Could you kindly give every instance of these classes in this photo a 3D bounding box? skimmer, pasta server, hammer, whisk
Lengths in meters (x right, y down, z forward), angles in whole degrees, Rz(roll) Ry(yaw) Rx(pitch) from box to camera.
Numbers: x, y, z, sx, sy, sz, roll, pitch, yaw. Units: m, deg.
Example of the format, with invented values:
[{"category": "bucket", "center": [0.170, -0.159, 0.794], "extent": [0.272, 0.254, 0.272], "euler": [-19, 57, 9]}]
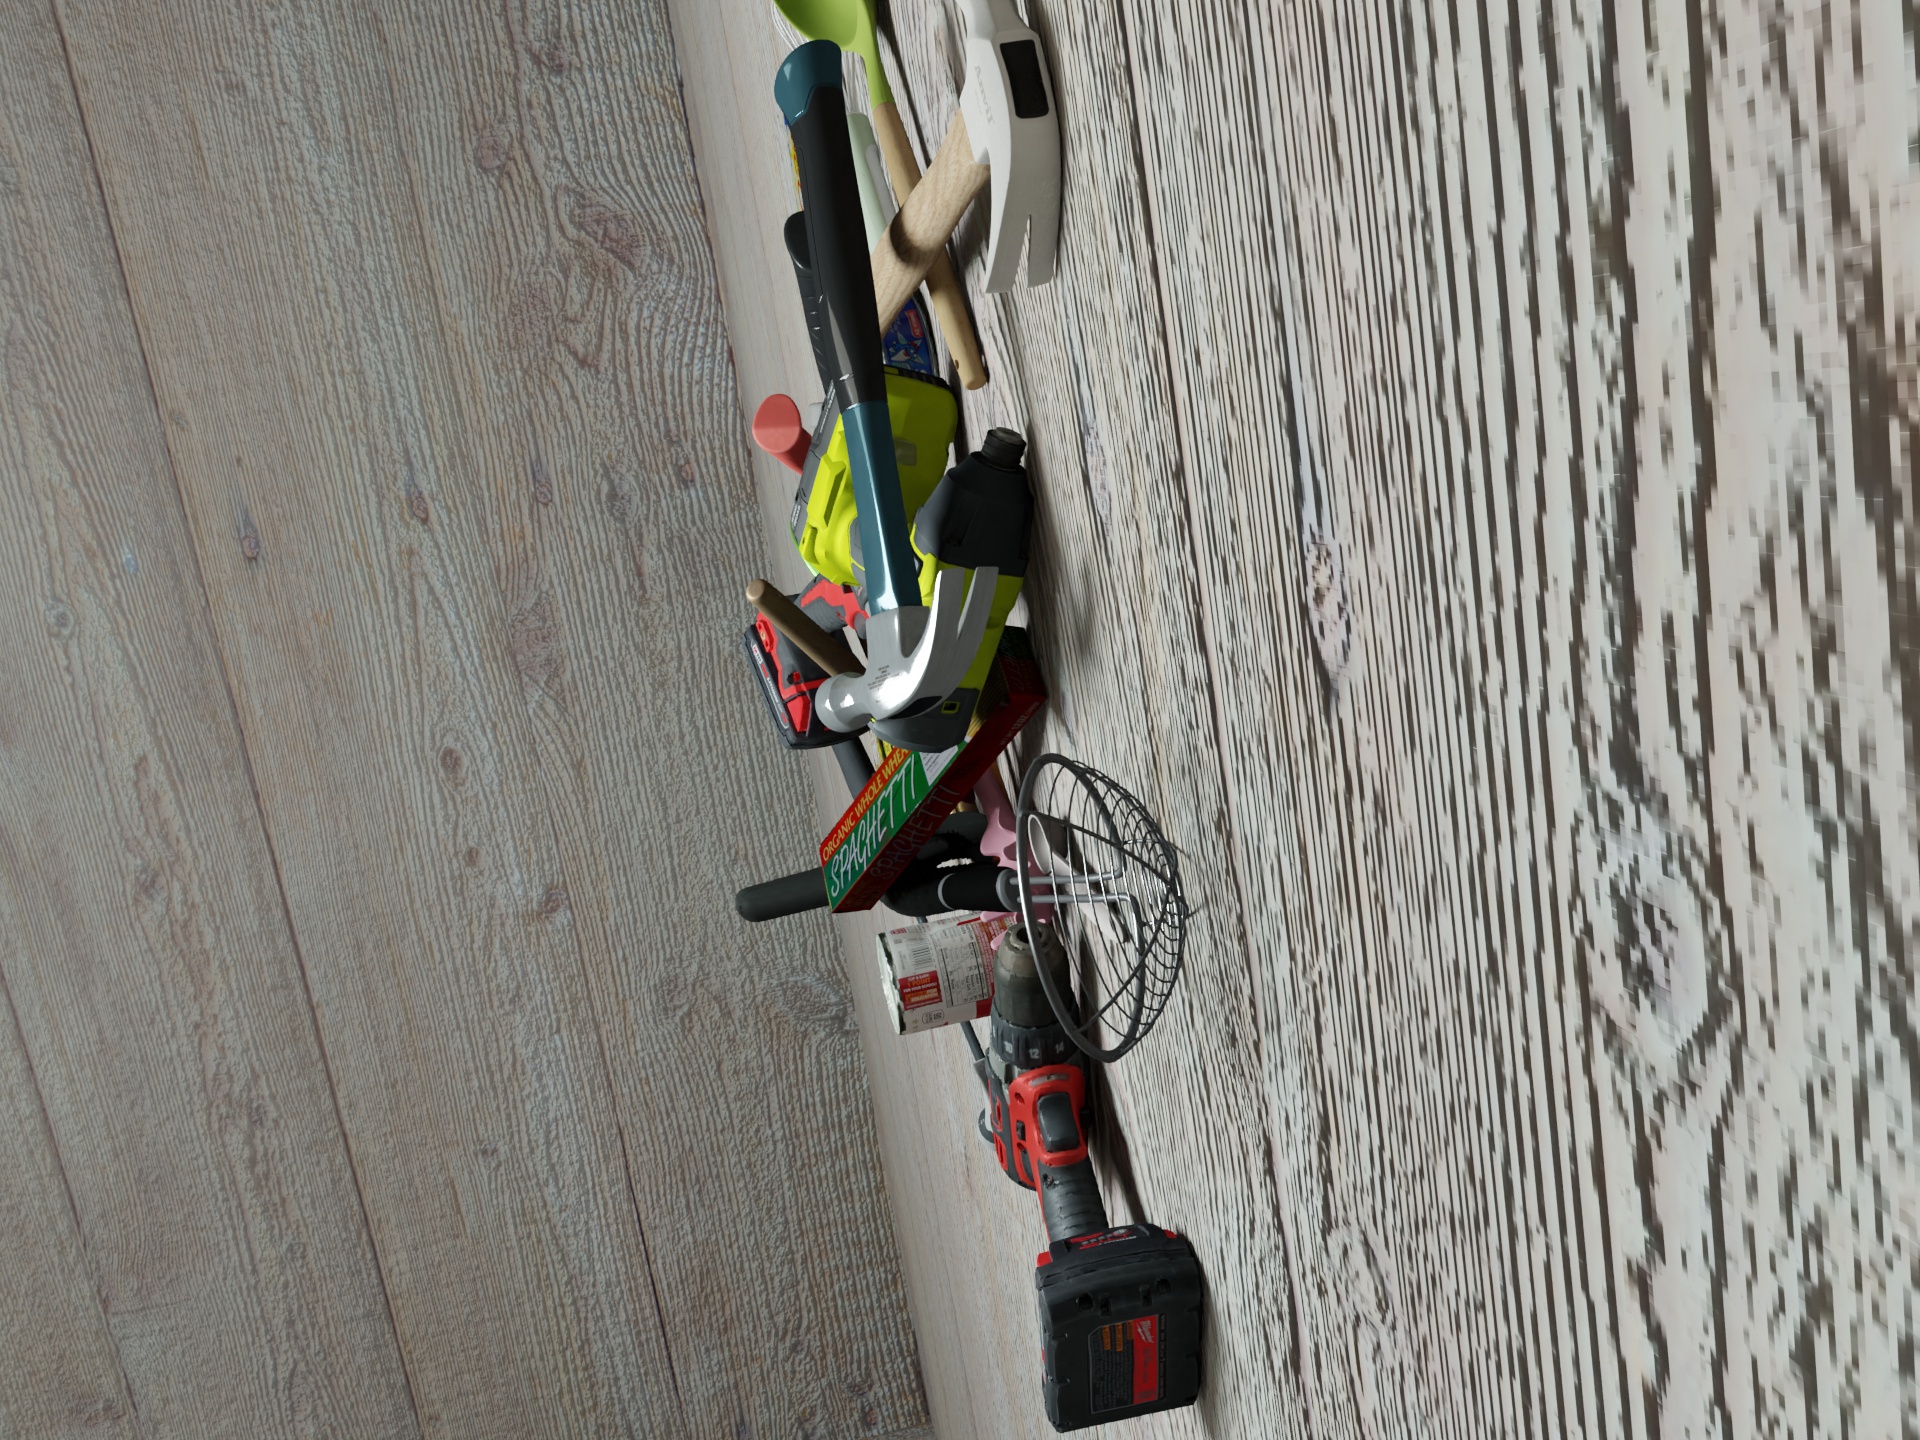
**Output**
[{"category": "skimmer", "center": [0.018, 0.089, 0.776], "extent": [0.363, 0.090, 0.127], "euler": [158, 98, -73]}, {"category": "pasta server", "center": [-0.012, -0.003, 0.984], "extent": [0.316, 0.040, 0.060], "euler": [66, 157, 18]}, {"category": "hammer", "center": [-0.018, -0.239, 0.780], "extent": [0.331, 0.031, 0.130], "euler": [164, 92, -74]}, {"category": "whisk", "center": [-0.072, -0.387, 1.012], "extent": [0.057, 0.059, 0.246], "euler": [4, -114, -61]}, {"category": "hammer", "center": [-0.130, -0.214, 1.347], "extent": [0.359, 0.036, 0.149], "euler": [-71, -21, -86]}, {"category": "hammer", "center": [-0.041, 0.138, 1.277], "extent": [0.149, 0.036, 0.409], "euler": [88, 159, -61]}, {"category": "hammer", "center": [-0.090, -0.241, 1.219], "extent": [0.334, 0.035, 0.146], "euler": [80, 174, -52]}, {"category": "hammer", "center": [-0.050, -0.165, 0.778], "extent": [0.128, 0.033, 0.331], "euler": [-14, 84, 52]}]

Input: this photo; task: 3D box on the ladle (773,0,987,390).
[{"category": "ladle", "center": [-0.048, -0.322, 0.897], "extent": [0.078, 0.062, 0.320], "euler": [112, 143, -67]}]

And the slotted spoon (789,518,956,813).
[{"category": "slotted spoon", "center": [-0.062, -0.041, 1.265], "extent": [0.314, 0.031, 0.070], "euler": [62, 160, 24]}]

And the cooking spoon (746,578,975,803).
[{"category": "cooking spoon", "center": [-0.051, -0.015, 0.980], "extent": [0.069, 0.017, 0.318], "euler": [62, -171, 28]}]

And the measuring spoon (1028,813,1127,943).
[{"category": "measuring spoon", "center": [0.065, 0.083, 0.837], "extent": [0.124, 0.018, 0.034], "euler": [-132, 32, -60]}]

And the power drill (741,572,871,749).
[{"category": "power drill", "center": [-0.080, -0.071, 1.182], "extent": [0.143, 0.078, 0.219], "euler": [65, 147, 17]}]

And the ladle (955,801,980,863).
[{"category": "ladle", "center": [0.009, 0.075, 1.128], "extent": [0.069, 0.031, 0.316], "euler": [100, 156, -55]}]

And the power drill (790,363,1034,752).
[{"category": "power drill", "center": [-0.024, -0.109, 0.883], "extent": [0.223, 0.080, 0.171], "euler": [-119, 43, -55]}]

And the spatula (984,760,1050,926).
[{"category": "spatula", "center": [-0.002, -0.003, 1.026], "extent": [0.041, 0.081, 0.323], "euler": [-42, 61, 51]}]

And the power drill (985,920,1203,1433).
[{"category": "power drill", "center": [0.060, 0.238, 0.864], "extent": [0.227, 0.080, 0.187], "euler": [-109, 12, -55]}]
